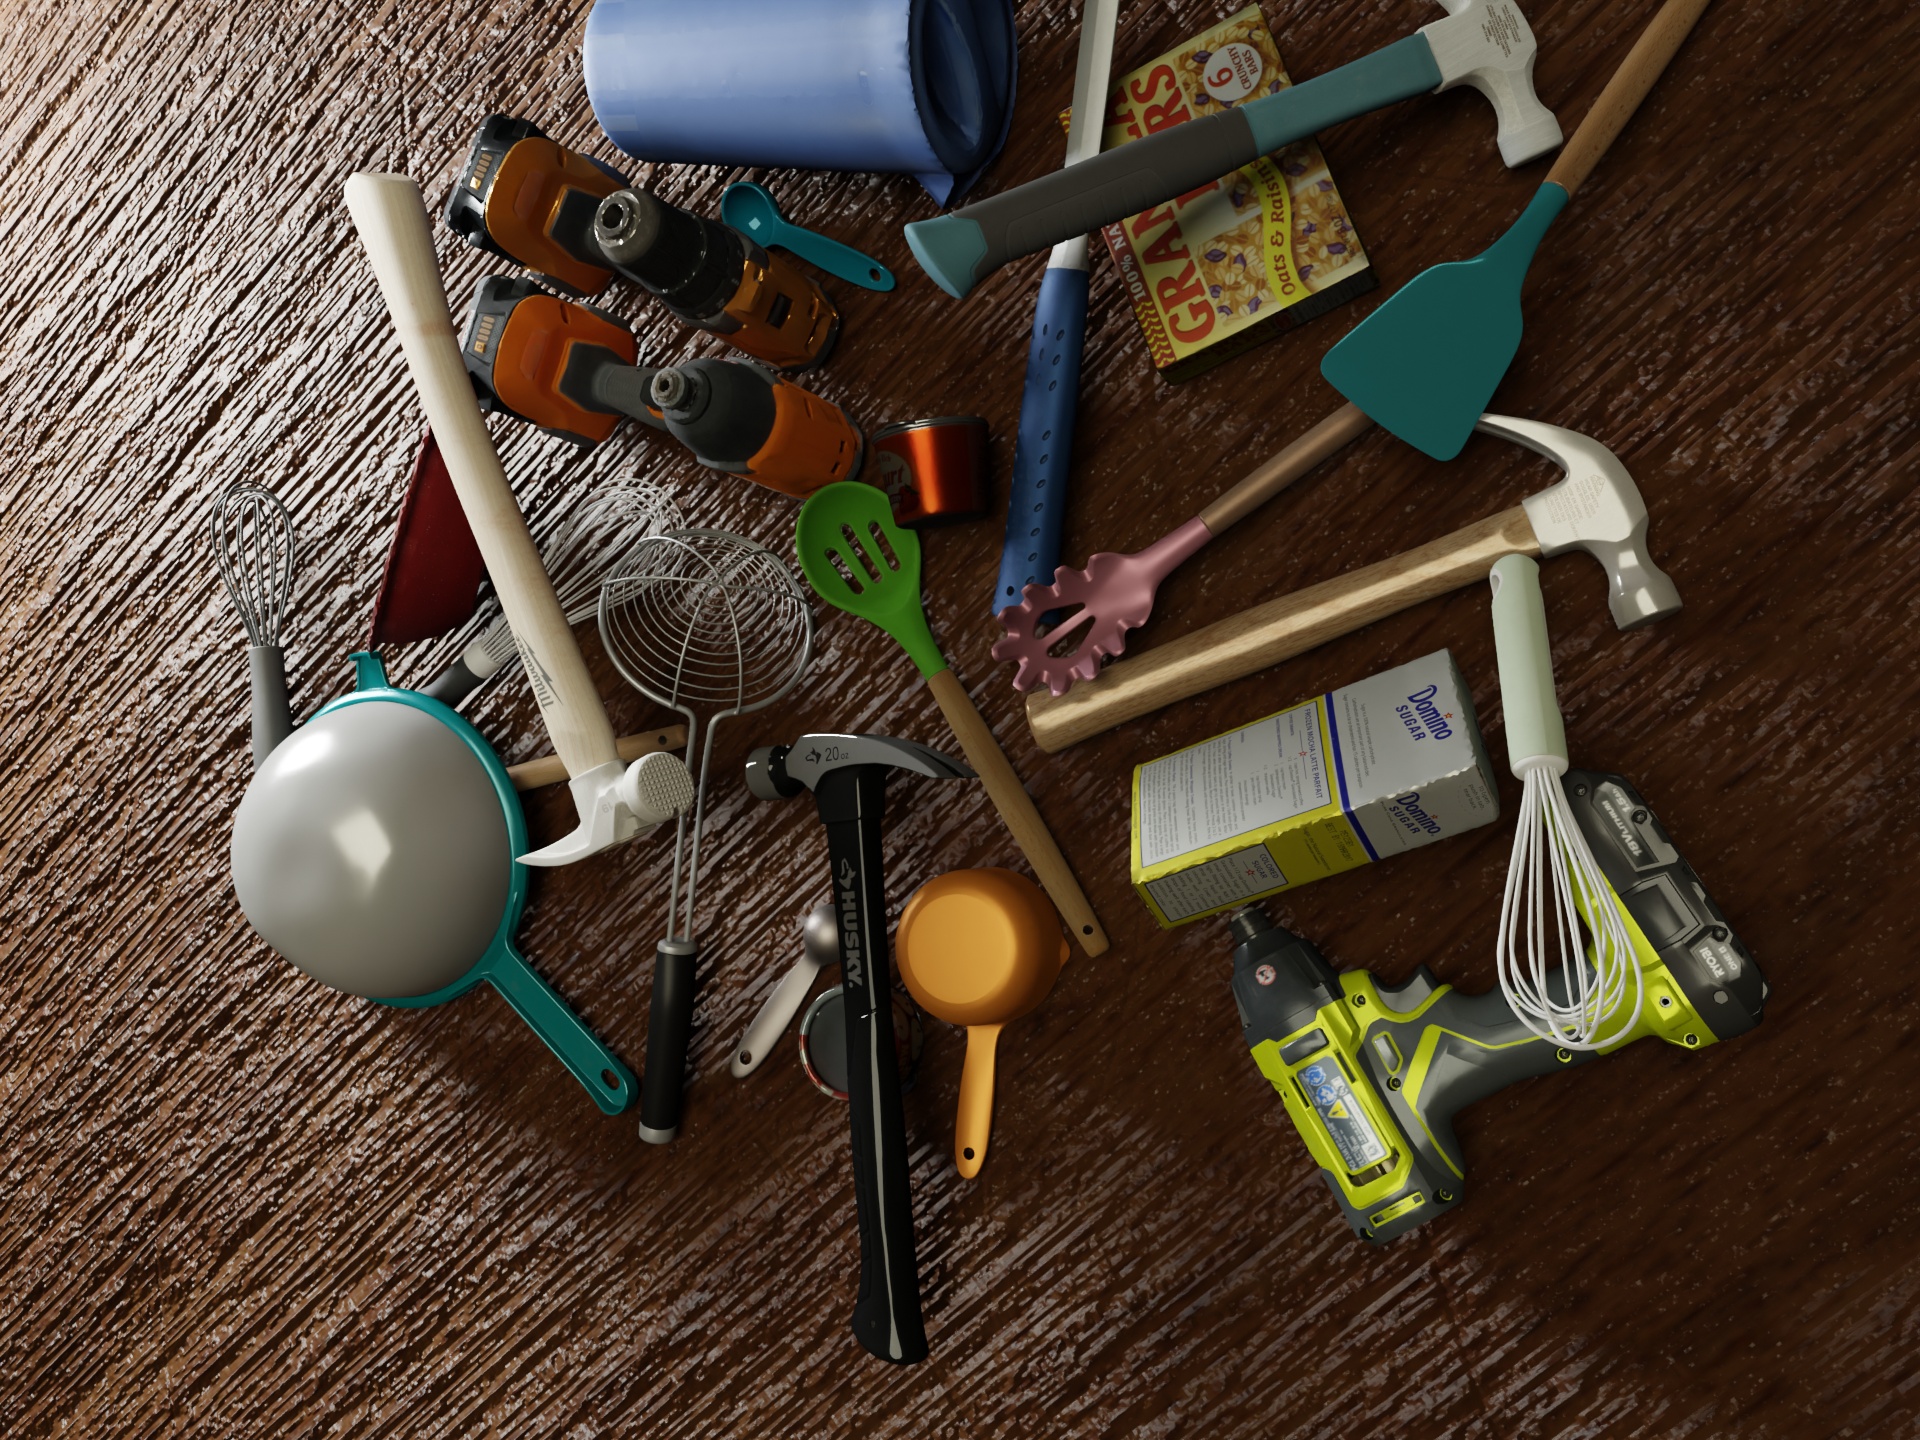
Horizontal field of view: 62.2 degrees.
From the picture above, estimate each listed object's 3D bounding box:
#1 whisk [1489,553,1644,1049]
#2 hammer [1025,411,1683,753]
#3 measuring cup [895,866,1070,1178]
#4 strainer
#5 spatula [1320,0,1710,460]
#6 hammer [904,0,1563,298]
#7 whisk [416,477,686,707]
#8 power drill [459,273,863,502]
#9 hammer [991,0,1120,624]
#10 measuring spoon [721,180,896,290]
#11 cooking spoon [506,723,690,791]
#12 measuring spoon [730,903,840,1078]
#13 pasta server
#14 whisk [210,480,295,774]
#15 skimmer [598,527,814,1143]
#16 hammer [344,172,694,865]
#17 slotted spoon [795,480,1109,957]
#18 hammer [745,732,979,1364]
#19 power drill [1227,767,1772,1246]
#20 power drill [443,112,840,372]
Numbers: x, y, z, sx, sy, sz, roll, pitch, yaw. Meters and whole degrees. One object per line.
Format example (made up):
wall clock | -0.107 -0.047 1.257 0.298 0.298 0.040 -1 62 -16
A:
whisk | 0.262 0.029 0.714 0.059 0.057 0.247 1 61 5
hammer | 0.185 -0.057 0.833 0.331 0.031 0.130 -22 77 19
measuring cup | 0.004 0.166 0.873 0.095 0.052 0.174 3 84 23
strainer | -0.338 0.128 0.983 0.340 0.095 0.211 42 108 15
spatula | 0.303 -0.278 0.788 0.082 0.044 0.317 36 85 1
hammer | 0.132 -0.289 0.801 0.331 0.033 0.128 -22 95 -3
whisk | -0.283 -0.058 1.016 0.284 0.070 0.070 -37 72 20
power drill | -0.188 -0.194 0.932 0.227 0.164 0.084 21 95 25
hammer | 0.056 -0.257 0.870 0.144 0.035 0.405 13 100 38
measuring spoon | -0.090 -0.297 0.981 0.129 0.021 0.042 29 134 14
cooking spoon | -0.314 0.044 1.034 0.319 0.017 0.069 -14 91 19
measuring spoon | -0.103 0.162 0.937 0.034 0.018 0.124 37 100 21
pasta server | 0.152 -0.118 0.836 0.316 0.040 0.060 -36 91 9
whisk | -0.483 -0.048 1.101 0.055 0.055 0.239 -9 86 21
skimmer | -0.166 0.068 0.957 0.127 0.090 0.363 5 100 -16
hammer | -0.273 -0.117 0.914 0.146 0.038 0.411 -25 85 43
slotted spoon | -0.001 -0.003 0.908 0.070 0.031 0.314 -31 75 0
hammer | -0.044 0.171 0.853 0.146 0.035 0.335 -9 83 39
power drill | 0.247 0.125 0.766 0.223 0.080 0.171 -35 68 18
power drill | -0.202 -0.285 0.938 0.226 0.185 0.084 29 97 25
